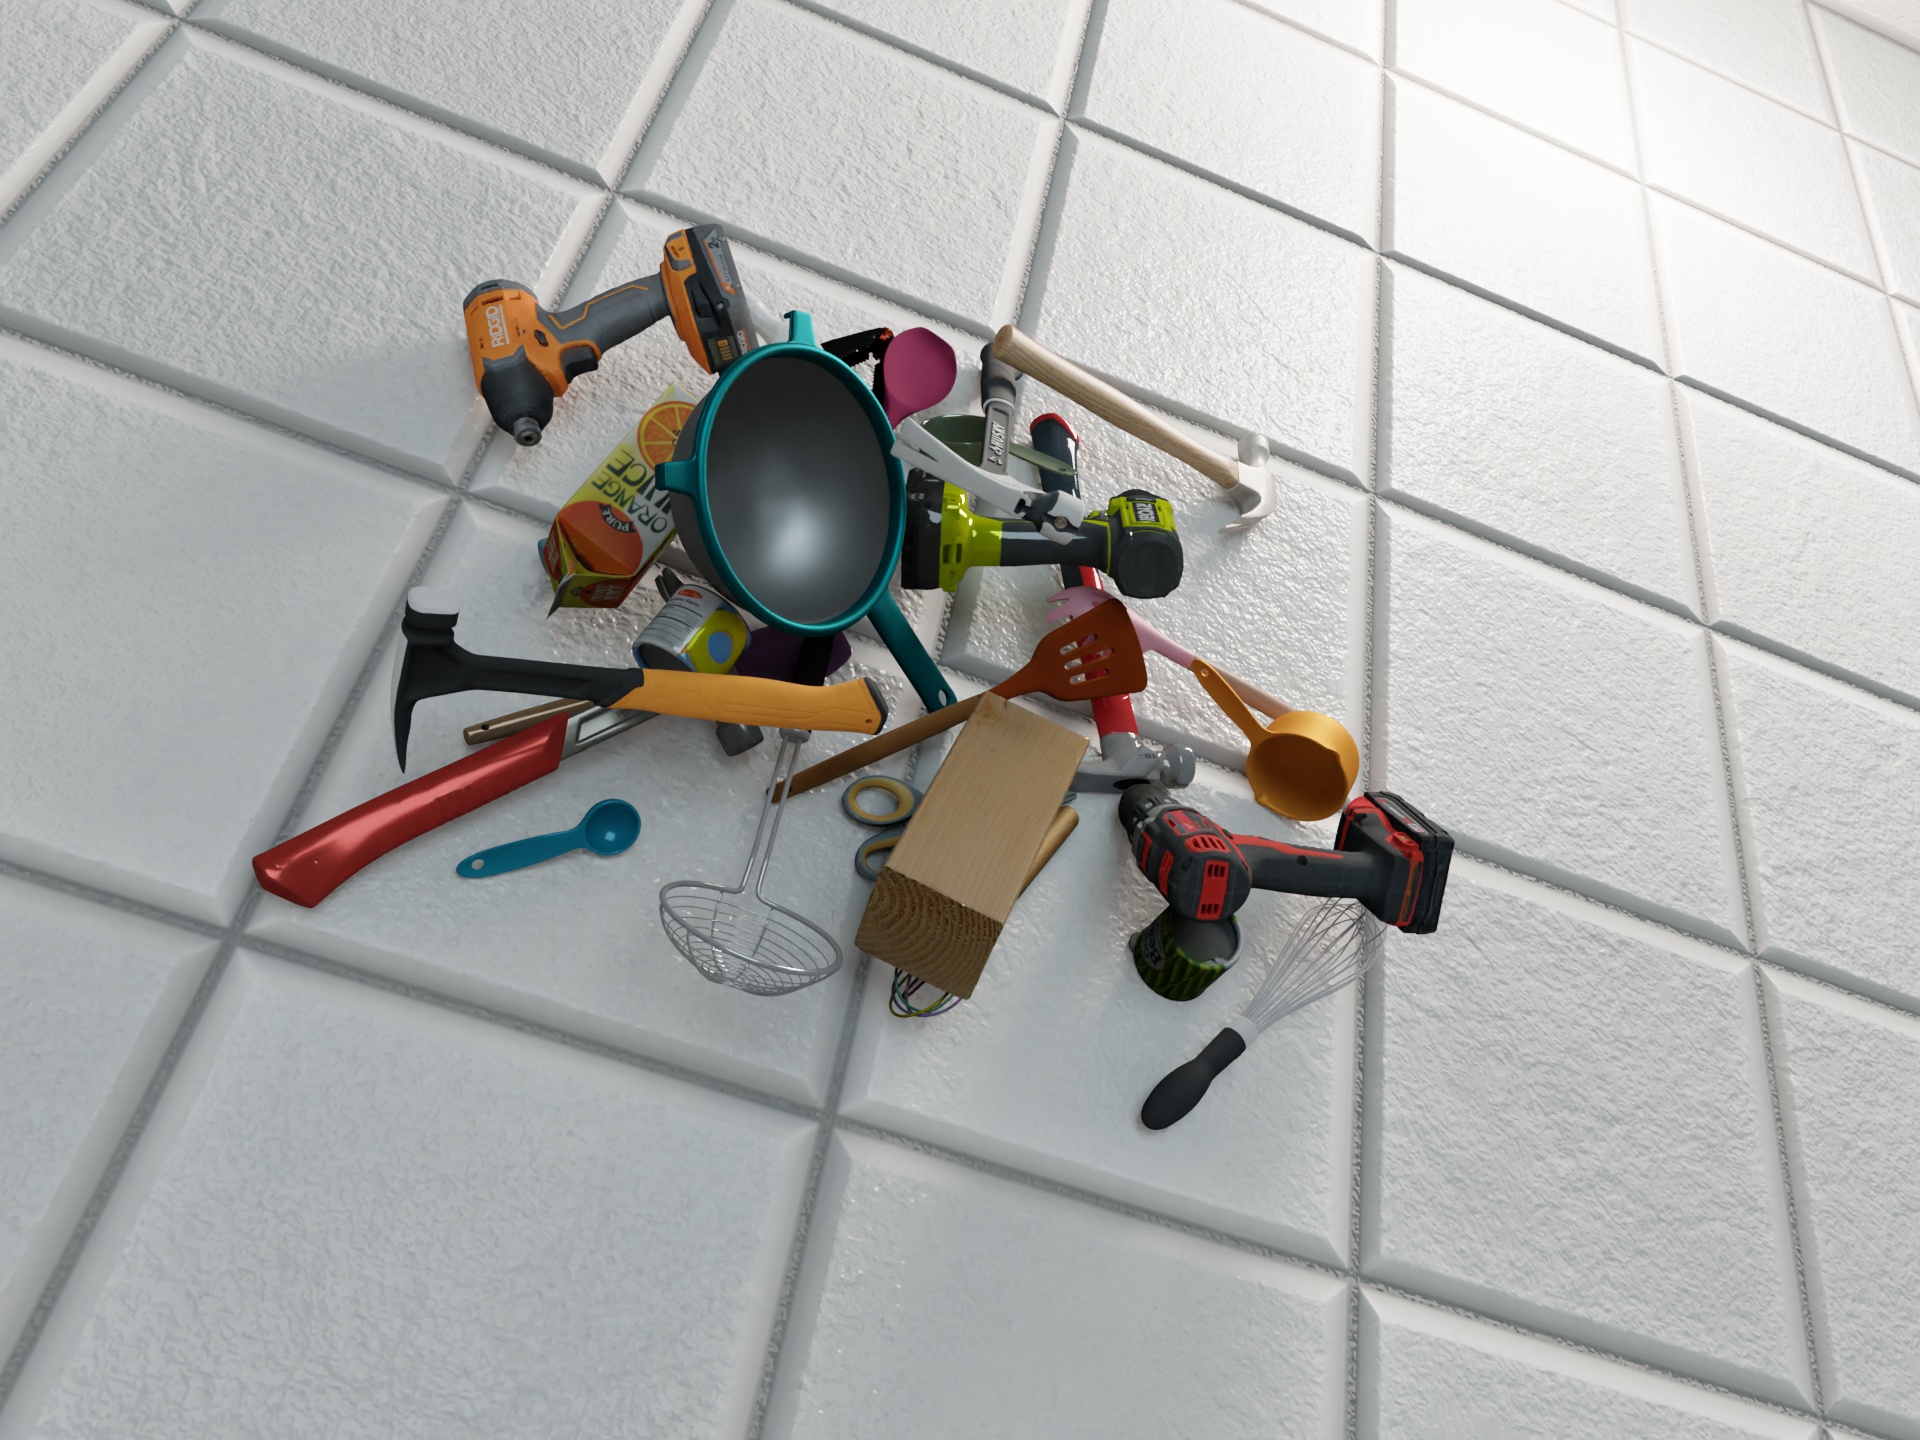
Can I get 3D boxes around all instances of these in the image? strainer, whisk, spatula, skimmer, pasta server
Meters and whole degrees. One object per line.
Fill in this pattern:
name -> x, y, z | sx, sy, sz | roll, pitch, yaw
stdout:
strainer -> -0.113, -0.121, 1.204 | 0.340, 0.095, 0.211 | 57, 50, -34
whisk -> 0.020, 0.138, 1.184 | 0.051, 0.047, 0.245 | 45, 48, -1
spatula -> -0.002, -0.004, 1.235 | 0.322, 0.041, 0.081 | -24, 104, -21
spatula -> -0.220, -0.027, 1.205 | 0.316, 0.018, 0.060 | -17, 67, -32
skimmer -> -0.120, 0.040, 1.128 | 0.127, 0.090, 0.364 | 21, 48, -12
pasta server -> 0.209, -0.036, 1.347 | 0.316, 0.040, 0.060 | 27, 45, -24
whisk -> 0.233, 0.219, 1.208 | 0.284, 0.070, 0.070 | -35, 76, -31

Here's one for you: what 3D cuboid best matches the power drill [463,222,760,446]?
power drill -> -0.281, -0.305, 1.284 | 0.226, 0.084, 0.164 | -17, 57, -4

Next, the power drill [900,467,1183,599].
power drill -> 0.066, -0.157, 1.315 | 0.223, 0.080, 0.171 | 3, 24, 0

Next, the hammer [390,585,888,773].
hammer -> -0.210, -0.013, 1.082 | 0.336, 0.127, 0.034 | 5, 33, -25

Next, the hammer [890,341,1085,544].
hammer -> 0.026, -0.258, 1.340 | 0.149, 0.036, 0.409 | 24, 25, -9

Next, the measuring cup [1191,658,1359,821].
measuring cup -> 0.261, 0.004, 1.329 | 0.173, 0.095, 0.052 | 48, 45, -2

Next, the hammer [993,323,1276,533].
hammer -> 0.167, -0.272, 1.465 | 0.331, 0.031, 0.130 | 23, 50, -28

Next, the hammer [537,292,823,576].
hammer -> -0.225, -0.223, 1.300 | 0.128, 0.033, 0.331 | 37, 59, 5

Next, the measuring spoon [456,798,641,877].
measuring spoon -> -0.286, 0.083, 1.103 | 0.128, 0.042, 0.021 | -15, 28, -22

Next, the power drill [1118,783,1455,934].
power drill -> 0.238, 0.097, 1.223 | 0.226, 0.080, 0.188 | 3, 17, -12

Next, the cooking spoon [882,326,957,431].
cooking spoon -> -0.076, -0.234, 1.364 | 0.068, 0.017, 0.319 | 33, 53, -11

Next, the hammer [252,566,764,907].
hammer -> -0.315, 0.021, 1.107 | 0.359, 0.036, 0.149 | -28, 89, -32

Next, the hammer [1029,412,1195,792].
hammer -> 0.094, -0.113, 1.381 | 0.143, 0.038, 0.387 | 2, 58, -20

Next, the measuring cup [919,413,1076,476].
measuring cup -> 0.034, -0.226, 1.388 | 0.168, 0.038, 0.083 | 27, 39, 34
